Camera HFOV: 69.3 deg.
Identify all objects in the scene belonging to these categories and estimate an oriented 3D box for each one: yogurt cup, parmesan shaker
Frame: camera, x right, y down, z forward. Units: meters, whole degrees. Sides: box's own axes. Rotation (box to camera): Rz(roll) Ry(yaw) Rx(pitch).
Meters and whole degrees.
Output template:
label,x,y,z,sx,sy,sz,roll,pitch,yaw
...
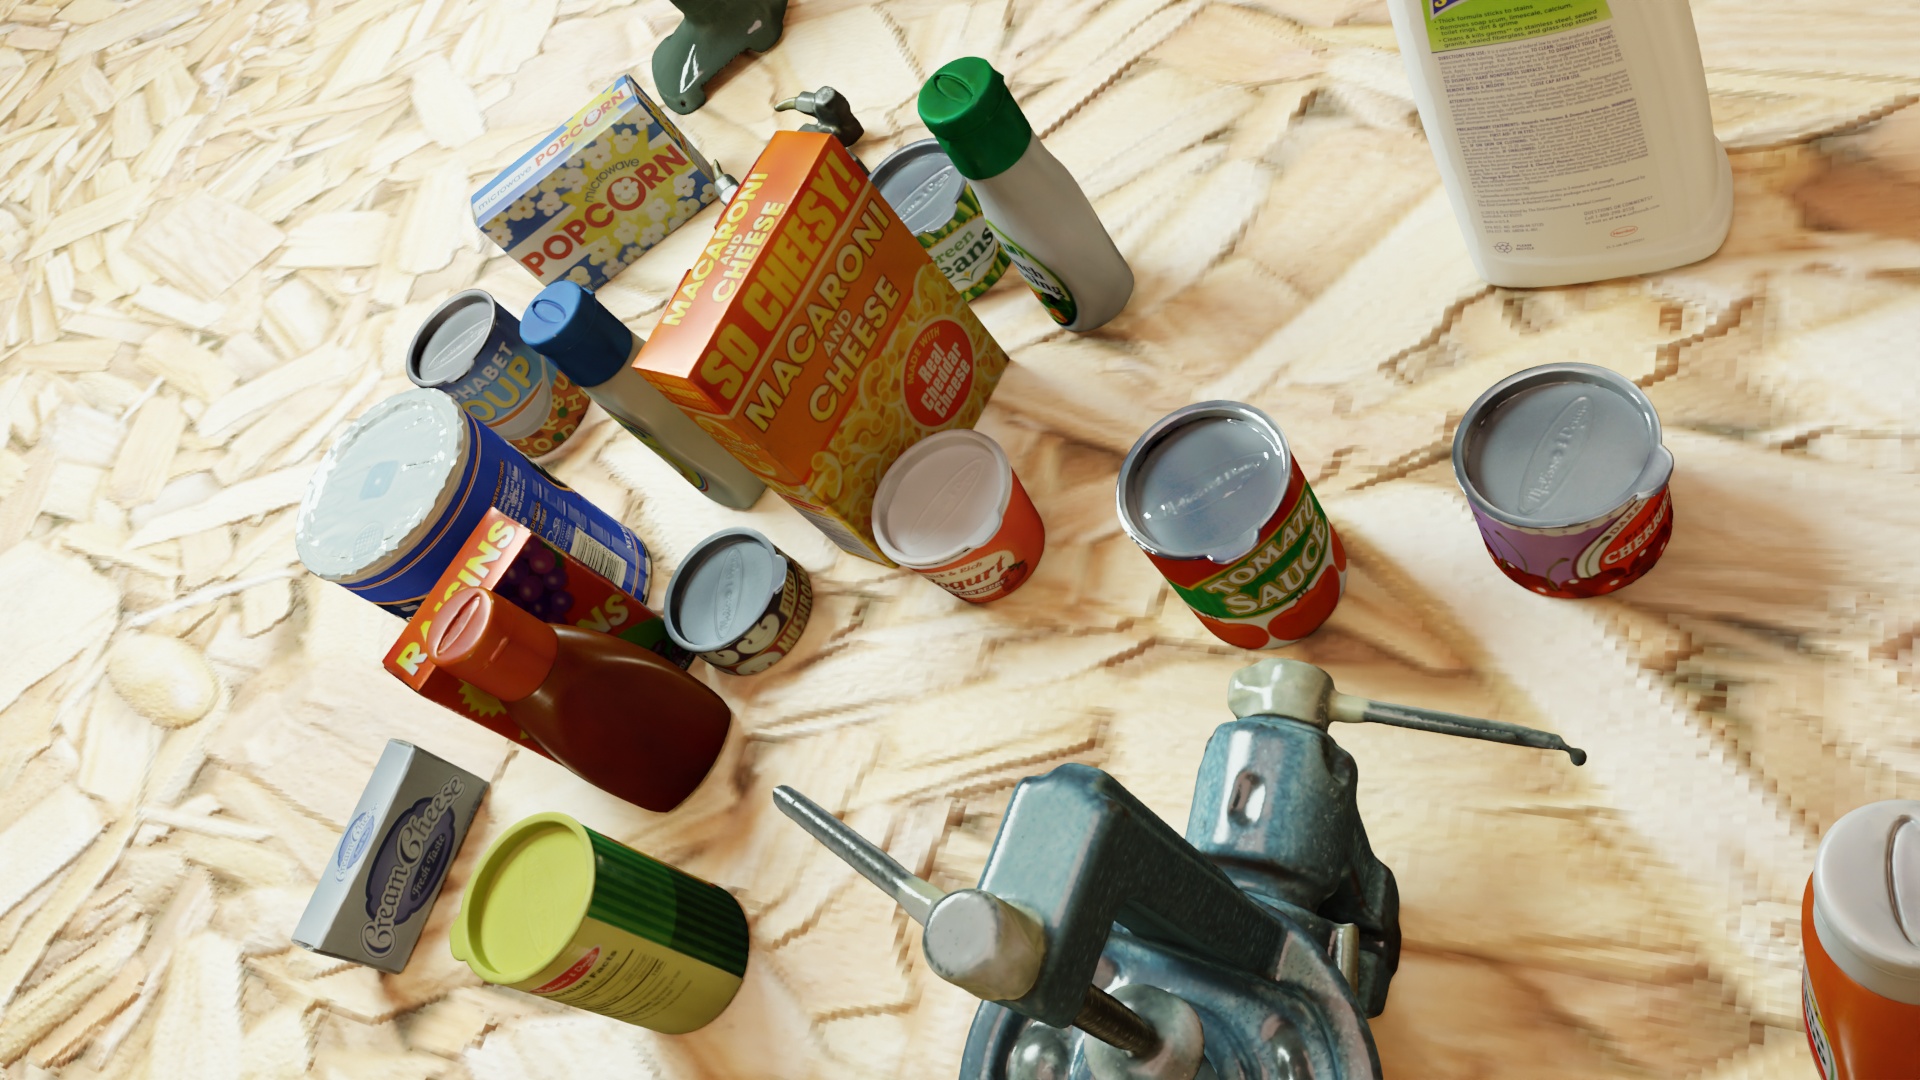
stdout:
label,x,y,z,sx,sy,sz,roll,pitch,yaw
yogurt cup,0.002,-0.008,0.615,0.072,0.054,0.073,-15,55,23
parmesan shaker,-0.144,0.160,0.568,0.071,0.103,0.071,-15,55,23

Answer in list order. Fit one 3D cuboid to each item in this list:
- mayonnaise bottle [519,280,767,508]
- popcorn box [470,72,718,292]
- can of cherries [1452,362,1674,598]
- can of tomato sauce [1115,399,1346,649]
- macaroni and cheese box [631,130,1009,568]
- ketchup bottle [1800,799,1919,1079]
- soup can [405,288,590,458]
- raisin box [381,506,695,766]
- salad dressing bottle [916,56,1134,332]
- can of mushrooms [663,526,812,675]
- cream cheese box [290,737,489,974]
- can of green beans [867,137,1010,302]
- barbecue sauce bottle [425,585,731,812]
label,x,y,z,sx,sy,sz,roll,pitch,yaw
mayonnaise bottle,-0.153,-0.070,0.686,0.065,0.147,0.041,28,79,39
popcorn box,-0.225,-0.213,0.859,0.126,0.085,0.038,-35,50,8
can of cherries,0.216,-0.019,0.490,0.071,0.058,0.072,-15,55,23
can of tomato sauce,0.106,-0.003,0.530,0.071,0.083,0.071,-15,55,23
macaroni and cheese box,-0.055,-0.080,0.620,0.040,0.166,0.124,16,71,37
ketchup bottle,0.234,0.104,0.344,0.043,0.148,0.065,-4,60,29
soup can,-0.268,-0.094,0.812,0.071,0.083,0.071,-15,55,23
raisin box,-0.192,0.052,0.650,0.040,0.123,0.086,24,77,39
salad dressing bottle,0.031,-0.153,0.626,0.044,0.147,0.064,-43,49,1
can of mushrooms,-0.105,0.029,0.671,0.071,0.033,0.071,-15,55,23
cream cheese box,-0.278,0.156,0.684,0.024,0.053,0.104,5,65,34
can of green beans,-0.012,-0.163,0.717,0.071,0.057,0.071,-15,55,23
barbecue sauce bottle,-0.165,0.068,0.608,0.044,0.148,0.065,23,76,39
